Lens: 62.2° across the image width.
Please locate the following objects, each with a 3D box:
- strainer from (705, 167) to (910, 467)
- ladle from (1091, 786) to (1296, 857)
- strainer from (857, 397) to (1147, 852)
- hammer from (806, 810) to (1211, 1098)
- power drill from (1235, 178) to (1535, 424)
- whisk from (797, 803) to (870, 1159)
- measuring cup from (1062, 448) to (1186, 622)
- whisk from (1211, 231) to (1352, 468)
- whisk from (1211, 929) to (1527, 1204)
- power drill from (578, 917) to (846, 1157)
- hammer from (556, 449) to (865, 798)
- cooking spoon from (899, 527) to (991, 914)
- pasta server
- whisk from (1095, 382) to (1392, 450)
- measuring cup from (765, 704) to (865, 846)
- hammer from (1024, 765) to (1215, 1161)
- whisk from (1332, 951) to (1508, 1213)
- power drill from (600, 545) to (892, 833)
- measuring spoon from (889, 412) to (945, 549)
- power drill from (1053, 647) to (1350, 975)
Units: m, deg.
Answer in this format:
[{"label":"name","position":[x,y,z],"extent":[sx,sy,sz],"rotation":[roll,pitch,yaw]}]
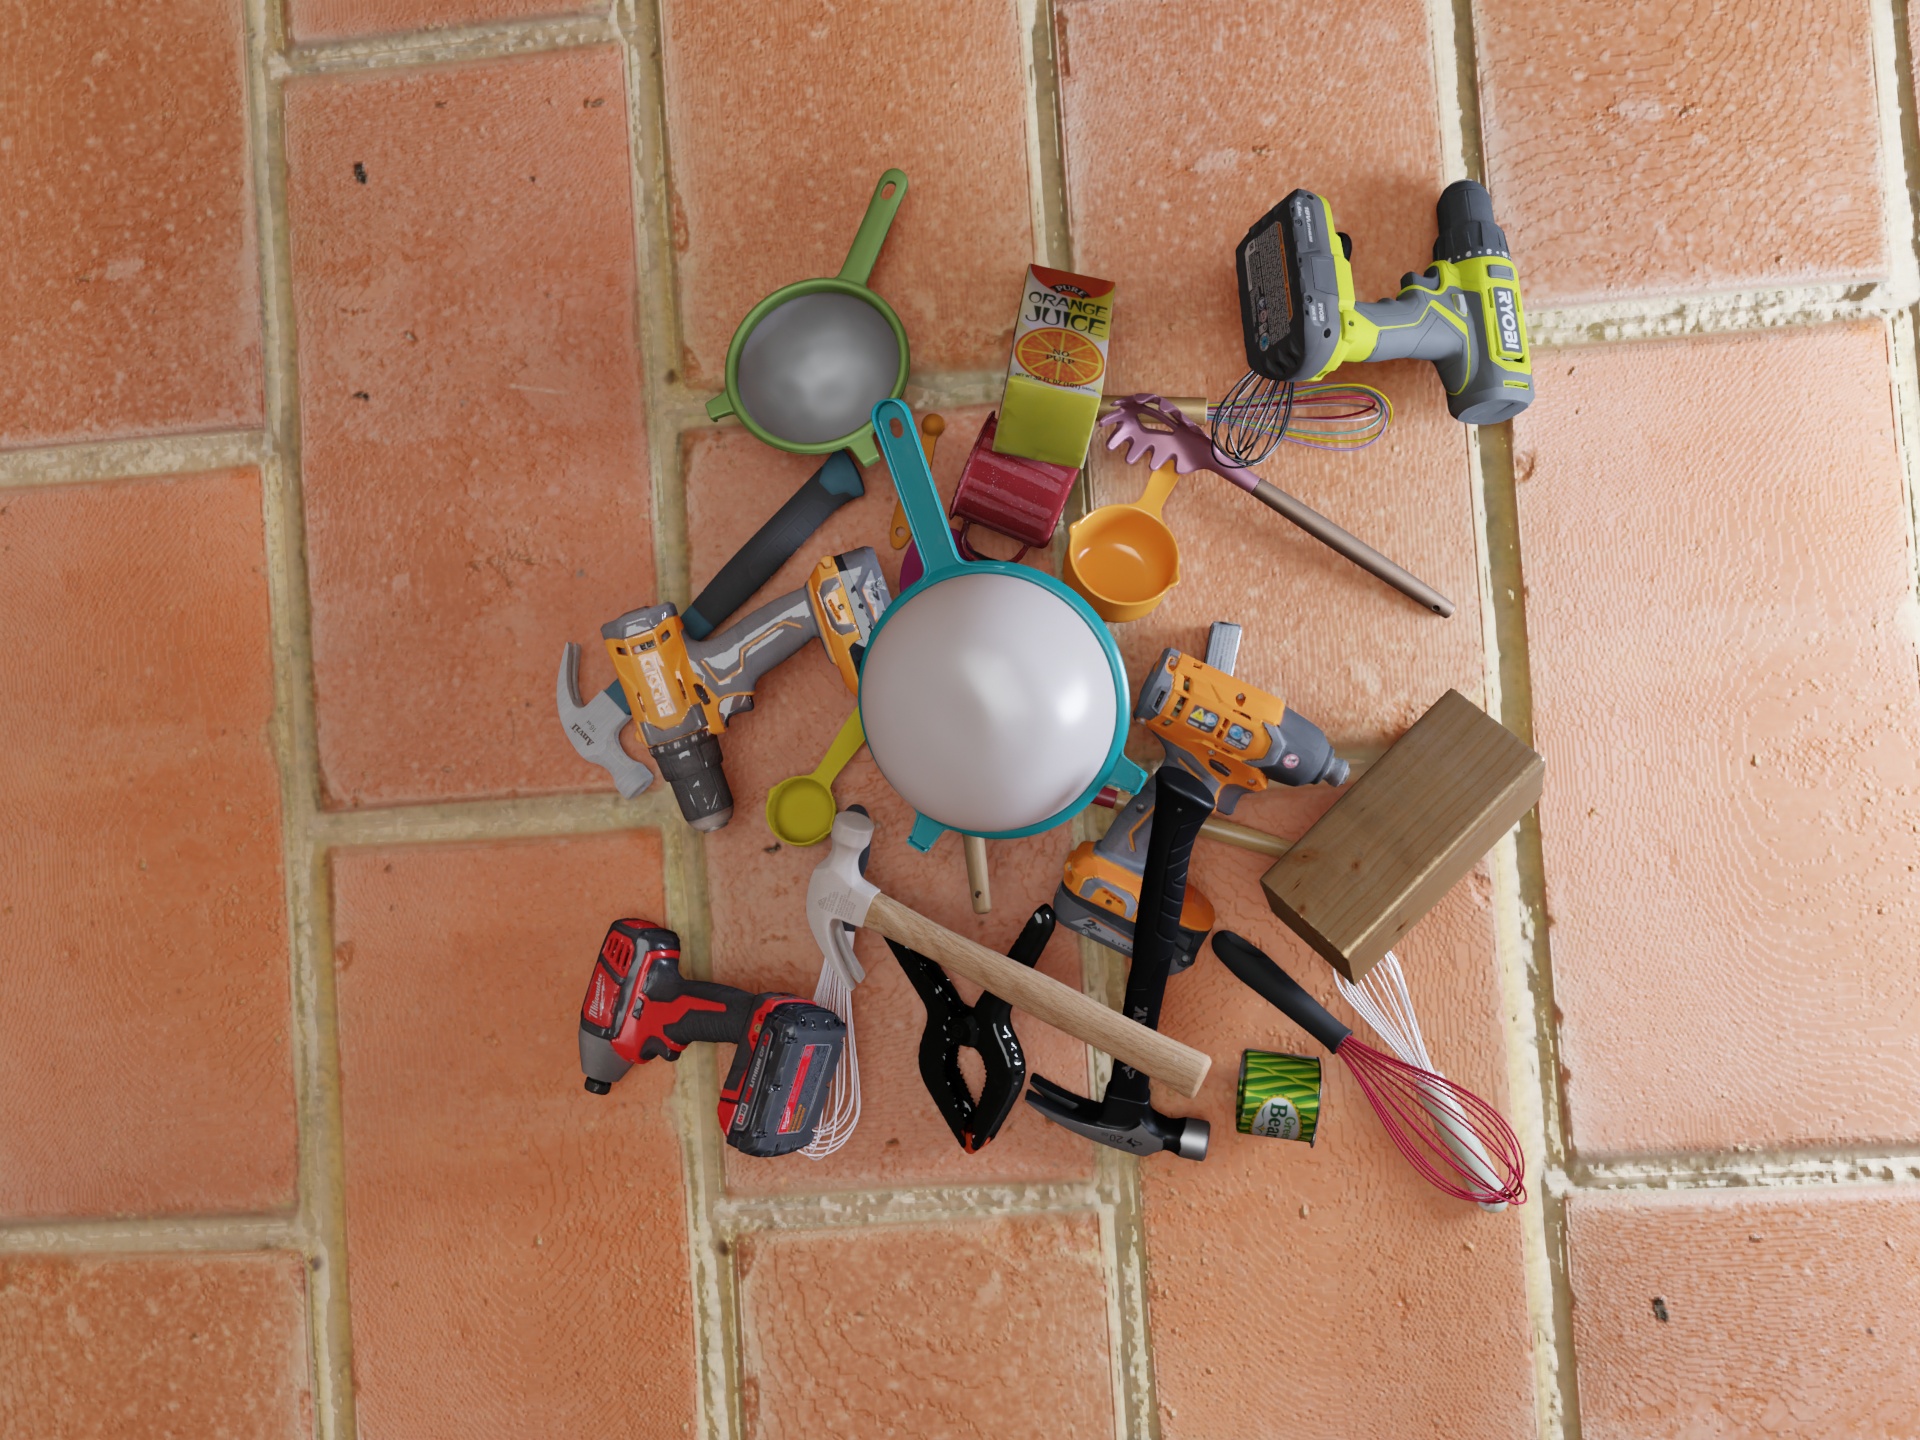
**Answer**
[{"label":"strainer","position":[-0.091,-0.323,1.294],"extent":[0.151,0.069,0.256],"rotation":[18,79,13]},{"label":"ladle","position":[0.149,0.070,1.271],"extent":[0.315,0.031,0.069],"rotation":[16,100,4]},{"label":"strainer","position":[-0.010,-0.066,1.143],"extent":[0.211,0.095,0.340],"rotation":[-17,97,20]},{"label":"hammer","position":[0.031,0.195,1.195],"extent":[0.331,0.031,0.130],"rotation":[26,113,14]},{"label":"power drill","position":[0.328,-0.330,1.205],"extent":[0.228,0.080,0.191],"rotation":[0,78,-23]},{"label":"whisk","position":[-0.102,0.209,1.281],"extent":[0.070,0.070,0.285],"rotation":[6,84,6]},{"label":"measuring cup","position":[0.143,-0.155,1.274],"extent":[0.095,0.052,0.174],"rotation":[27,66,3]},{"label":"whisk","position":[0.254,-0.291,1.235],"extent":[0.055,0.055,0.239],"rotation":[26,69,6]},{"label":"whisk","position":[0.304,0.256,1.201],"extent":[0.296,0.073,0.073],"rotation":[41,93,26]},{"label":"power drill","position":[-0.209,0.254,1.249],"extent":[0.220,0.078,0.143],"rotation":[17,89,31]},{"label":"hammer","position":[-0.201,-0.095,1.309],"extent":[0.331,0.033,0.128],"rotation":[-45,86,3]},{"label":"cooking spoon","position":[-0.002,-0.004,1.262],"extent":[0.069,0.017,0.319],"rotation":[-10,73,10]},{"label":"pasta server","position":[0.252,-0.166,1.250],"extent":[0.316,0.060,0.040],"rotation":[33,48,-1]},{"label":"whisk","position":[0.218,-0.250,1.267],"extent":[0.245,0.047,0.051],"rotation":[4,71,10]},{"label":"measuring cup","position":[-0.101,0.035,1.303],"extent":[0.062,0.029,0.156],"rotation":[32,80,12]},{"label":"hammer","position":[0.136,0.185,1.191],"extent":[0.146,0.035,0.334],"rotation":[10,117,9]},{"label":"whisk","position":[0.360,0.272,1.236],"extent":[0.058,0.059,0.246],"rotation":[-29,89,48]},{"label":"power drill","position":[-0.150,-0.026,1.259],"extent":[0.226,0.084,0.185],"rotation":[-19,97,-1]},{"label":"measuring spoon","position":[-0.037,-0.197,1.306],"extent":[0.021,0.011,0.117],"rotation":[17,90,6]},{"label":"power drill","position":[0.180,0.076,1.207],"extent":[0.164,0.084,0.226],"rotation":[25,111,3]}]
